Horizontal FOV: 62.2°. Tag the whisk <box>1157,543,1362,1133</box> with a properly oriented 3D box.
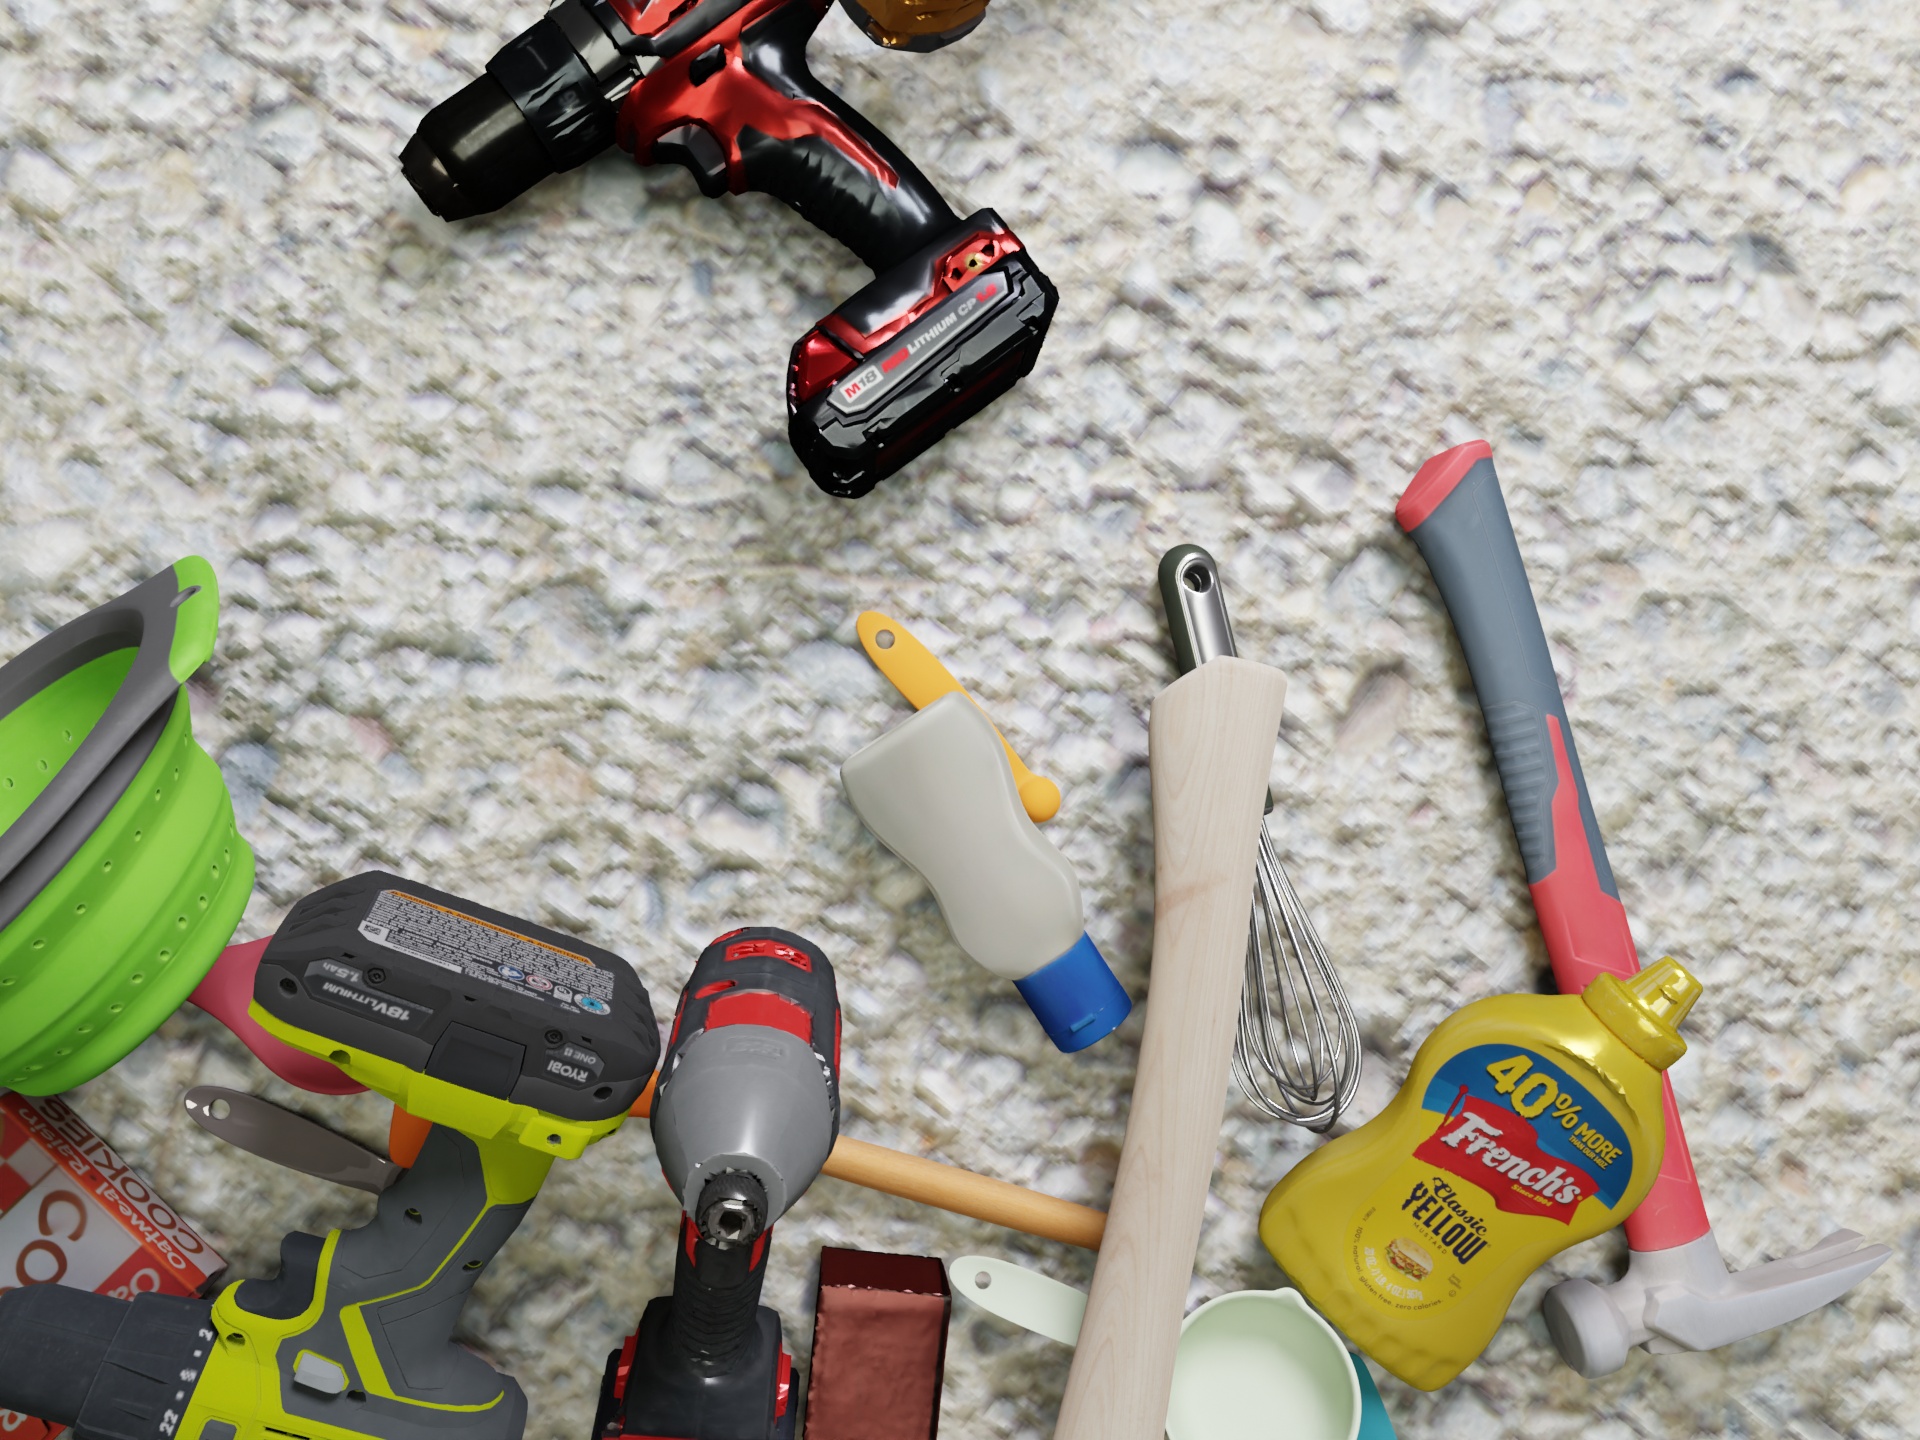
[{"bbox_3d":[0.118,0.046,0.652,0.058,0.059,0.246,-11,85,-16],"label":"whisk"}]

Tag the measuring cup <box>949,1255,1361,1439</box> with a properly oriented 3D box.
[{"bbox_3d":[0.075,0.251,0.635,0.168,0.038,0.083,17,71,17],"label":"measuring cup"}]

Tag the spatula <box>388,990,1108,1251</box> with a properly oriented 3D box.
[{"bbox_3d":[-0.059,0.176,0.635,0.322,0.041,0.081,17,100,-6],"label":"spatula"}]

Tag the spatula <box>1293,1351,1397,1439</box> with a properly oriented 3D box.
[{"bbox_3d":[0.022,0.336,0.636,0.317,0.044,0.082,-14,67,-3],"label":"spatula"}]

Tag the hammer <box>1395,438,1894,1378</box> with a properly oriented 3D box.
[{"bbox_3d":[0.272,0.068,0.668,0.143,0.038,0.386,-15,90,-6],"label":"hammer"}]

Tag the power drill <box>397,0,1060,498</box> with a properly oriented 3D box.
[{"bbox_3d":[-0.090,-0.198,0.627,0.188,0.080,0.227,-37,89,-5],"label":"power drill"}]

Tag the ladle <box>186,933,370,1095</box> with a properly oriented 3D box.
[{"bbox_3d":[-0.358,0.089,0.619,0.315,0.031,0.069,11,75,-3],"label":"ladle"}]

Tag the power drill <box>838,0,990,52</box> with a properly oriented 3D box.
[{"bbox_3d":[0.066,-0.347,0.564,0.226,0.185,0.084,-40,92,-26],"label":"power drill"}]

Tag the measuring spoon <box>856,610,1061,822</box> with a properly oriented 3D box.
[{"bbox_3d":[-0.001,-0.002,0.659,0.021,0.011,0.117,-44,92,-5],"label":"measuring spoon"}]

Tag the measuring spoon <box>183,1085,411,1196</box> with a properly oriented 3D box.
[{"bbox_3d":[-0.250,0.172,0.635,0.124,0.018,0.034,21,87,3],"label":"measuring spoon"}]

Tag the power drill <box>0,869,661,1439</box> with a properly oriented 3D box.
[{"bbox_3d":[-0.223,0.176,0.564,0.190,0.080,0.228,23,99,-14],"label":"power drill"}]

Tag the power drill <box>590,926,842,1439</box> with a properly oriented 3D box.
[{"bbox_3d":[-0.084,0.197,0.554,0.078,0.143,0.219,9,109,-6],"label":"power drill"}]

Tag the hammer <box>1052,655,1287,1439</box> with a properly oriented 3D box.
[{"bbox_3d":[0.083,0.180,0.594,0.146,0.038,0.411,10,82,9],"label":"hammer"}]

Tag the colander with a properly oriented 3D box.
[{"bbox_3d":[-0.378,0.113,0.542,0.397,0.205,0.094,-41,124,-3],"label":"colander"}]
